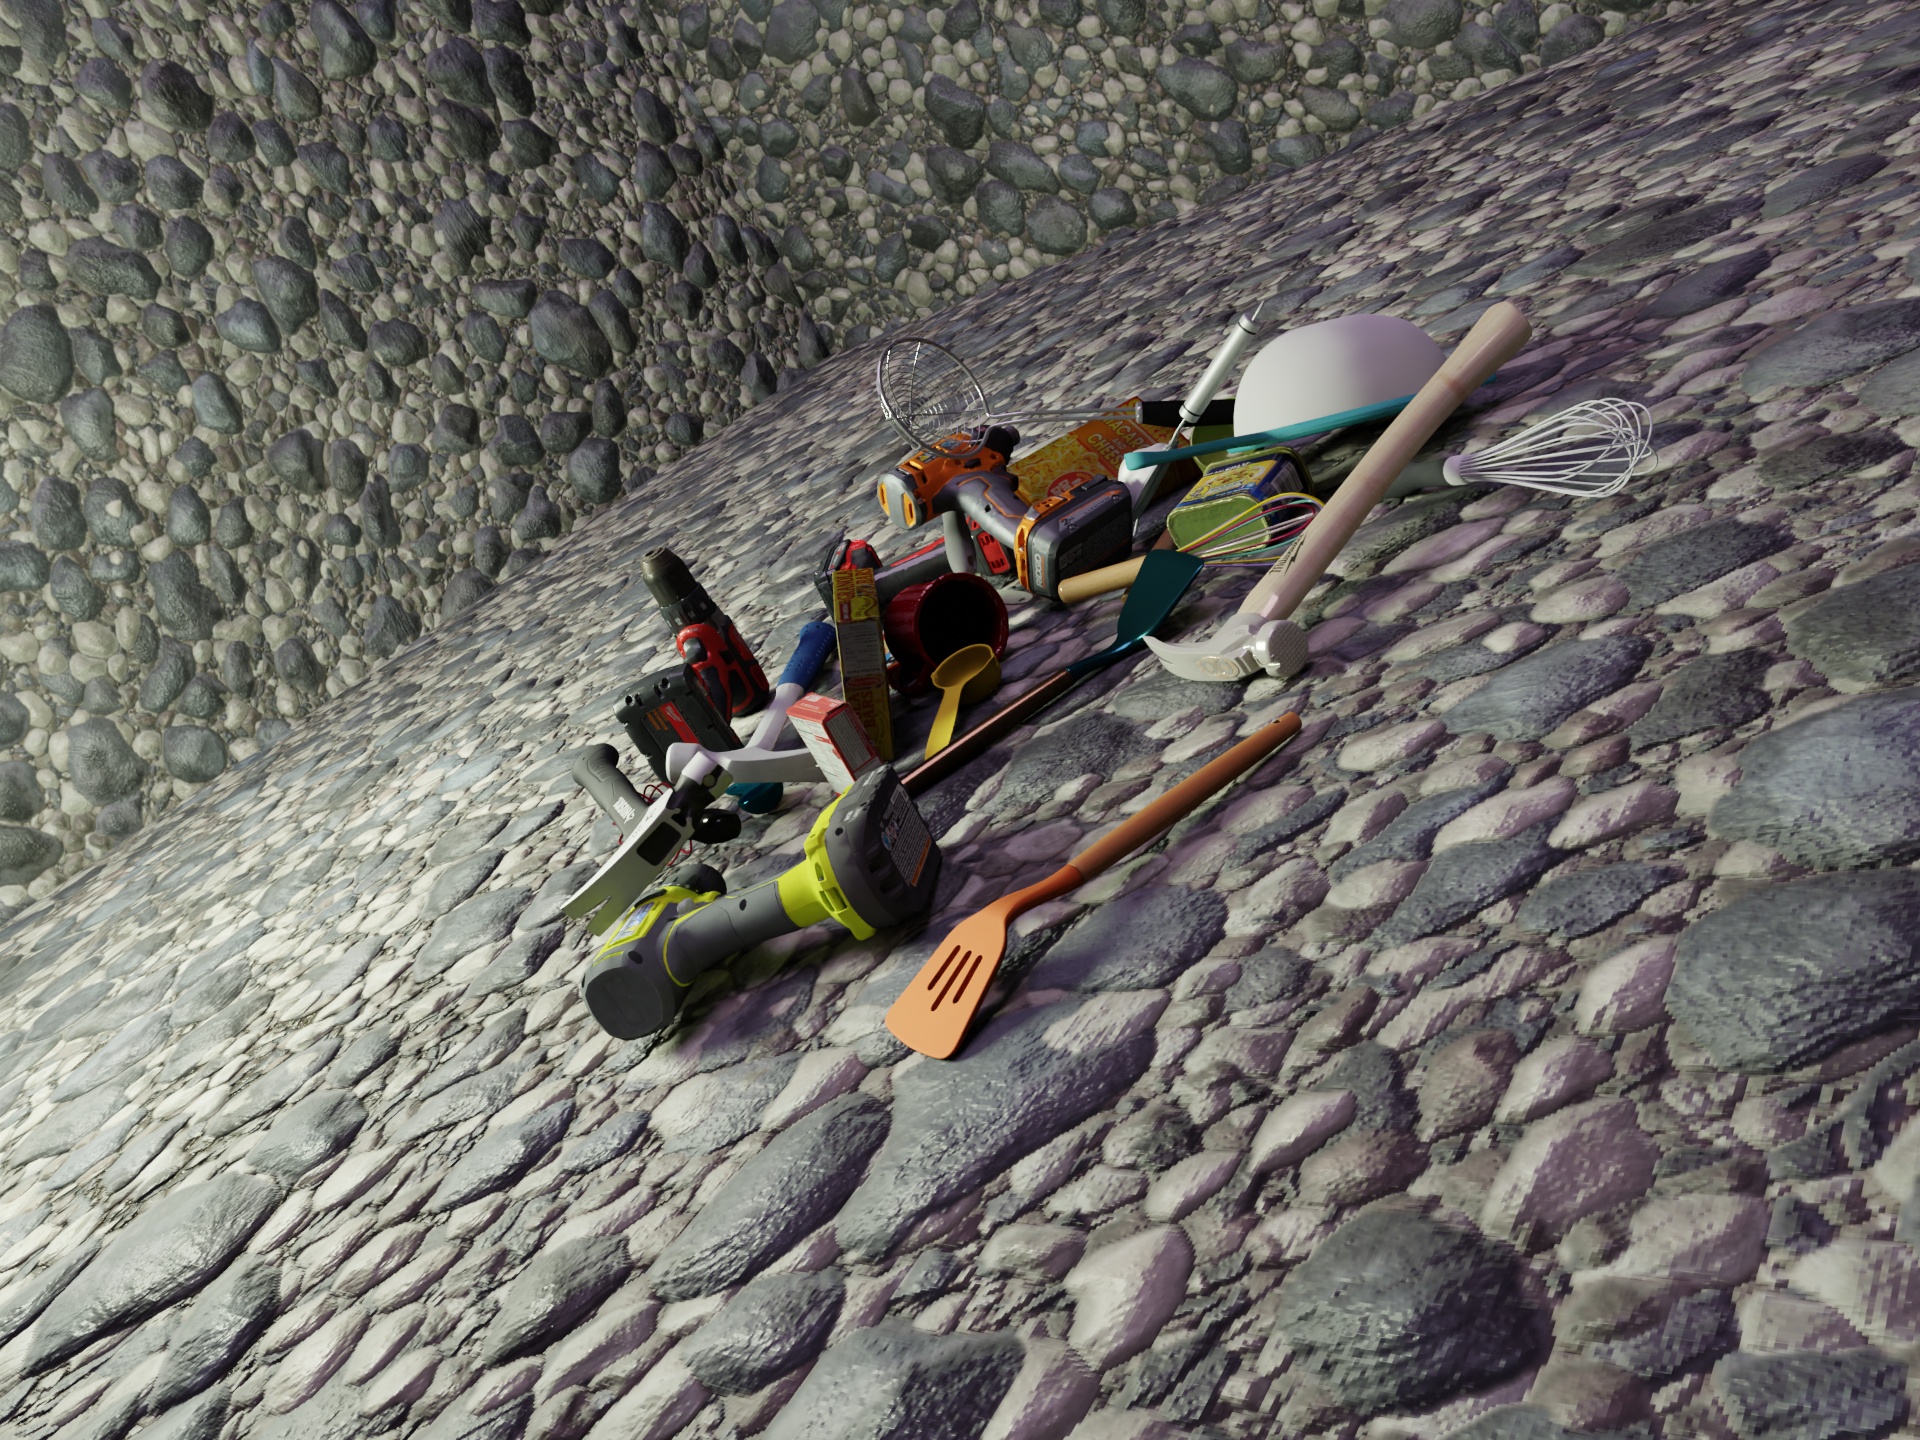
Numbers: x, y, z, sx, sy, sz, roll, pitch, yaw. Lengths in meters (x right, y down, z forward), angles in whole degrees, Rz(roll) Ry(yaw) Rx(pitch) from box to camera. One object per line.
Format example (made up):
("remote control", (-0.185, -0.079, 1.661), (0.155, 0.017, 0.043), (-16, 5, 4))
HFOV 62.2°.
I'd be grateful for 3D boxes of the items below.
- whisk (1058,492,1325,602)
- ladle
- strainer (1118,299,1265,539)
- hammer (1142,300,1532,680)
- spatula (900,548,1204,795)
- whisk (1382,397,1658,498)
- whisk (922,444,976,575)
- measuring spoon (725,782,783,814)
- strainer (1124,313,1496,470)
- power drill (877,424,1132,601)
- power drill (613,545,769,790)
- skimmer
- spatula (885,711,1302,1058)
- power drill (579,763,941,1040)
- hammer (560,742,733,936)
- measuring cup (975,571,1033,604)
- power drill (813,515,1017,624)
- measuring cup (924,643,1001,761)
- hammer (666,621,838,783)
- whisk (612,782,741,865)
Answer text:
("whisk", (0.187, -0.139, 1.304), (0.245, 0.047, 0.051), (-14, 54, 31))
("ladle", (0.207, -0.202, 1.452), (0.078, 0.062, 0.320), (-1, 34, 33))
("strainer", (0.202, -0.273, 1.437), (0.258, 0.050, 0.087), (-56, -5, 36))
("hammer", (0.300, -0.179, 1.197), (0.411, 0.038, 0.146), (-48, 24, -21))
("spatula", (0.059, -0.030, 1.239), (0.317, 0.044, 0.082), (-35, 25, -14))
("whisk", (0.393, -0.188, 1.175), (0.070, 0.070, 0.285), (-36, 16, -20))
("whisk", (-0.007, -0.209, 1.587), (0.055, 0.055, 0.239), (-24, 39, 12))
("measuring spoon", (-0.179, 0.066, 1.367), (0.042, 0.021, 0.129), (-35, 12, -17))
("strainer", (0.274, -0.287, 1.364), (0.340, 0.095, 0.211), (-16, 8, -27))
("power drill", (0.054, -0.210, 1.498), (0.164, 0.084, 0.227), (-36, 49, -29))
("power drill", (-0.260, -0.053, 1.514), (0.080, 0.187, 0.227), (-24, 24, 14))
("skimmer", (0.106, -0.301, 1.474), (0.363, 0.090, 0.127), (-1, 63, 3))
("spatula", (0.090, 0.086, 0.946), (0.322, 0.041, 0.081), (-32, 19, -23))
("power drill", (-0.133, 0.117, 1.084), (0.228, 0.080, 0.191), (-25, 13, 15))
("hammer", (-0.268, 0.067, 1.238), (0.146, 0.035, 0.335), (-51, 21, -7))
("measuring cup", (0.023, -0.101, 1.473), (0.083, 0.038, 0.168), (-38, 24, -24))
("power drill", (-0.035, -0.172, 1.671), (0.219, 0.078, 0.143), (-19, 22, 15))
("measuring cup", (-0.002, -0.004, 1.298), (0.062, 0.029, 0.157), (-17, 34, 27))
("hammer", (-0.153, -0.022, 1.466), (0.144, 0.035, 0.406), (1, 19, 3))
("whisk", (-0.218, 0.082, 1.242), (0.073, 0.073, 0.296), (-36, 10, -20))
